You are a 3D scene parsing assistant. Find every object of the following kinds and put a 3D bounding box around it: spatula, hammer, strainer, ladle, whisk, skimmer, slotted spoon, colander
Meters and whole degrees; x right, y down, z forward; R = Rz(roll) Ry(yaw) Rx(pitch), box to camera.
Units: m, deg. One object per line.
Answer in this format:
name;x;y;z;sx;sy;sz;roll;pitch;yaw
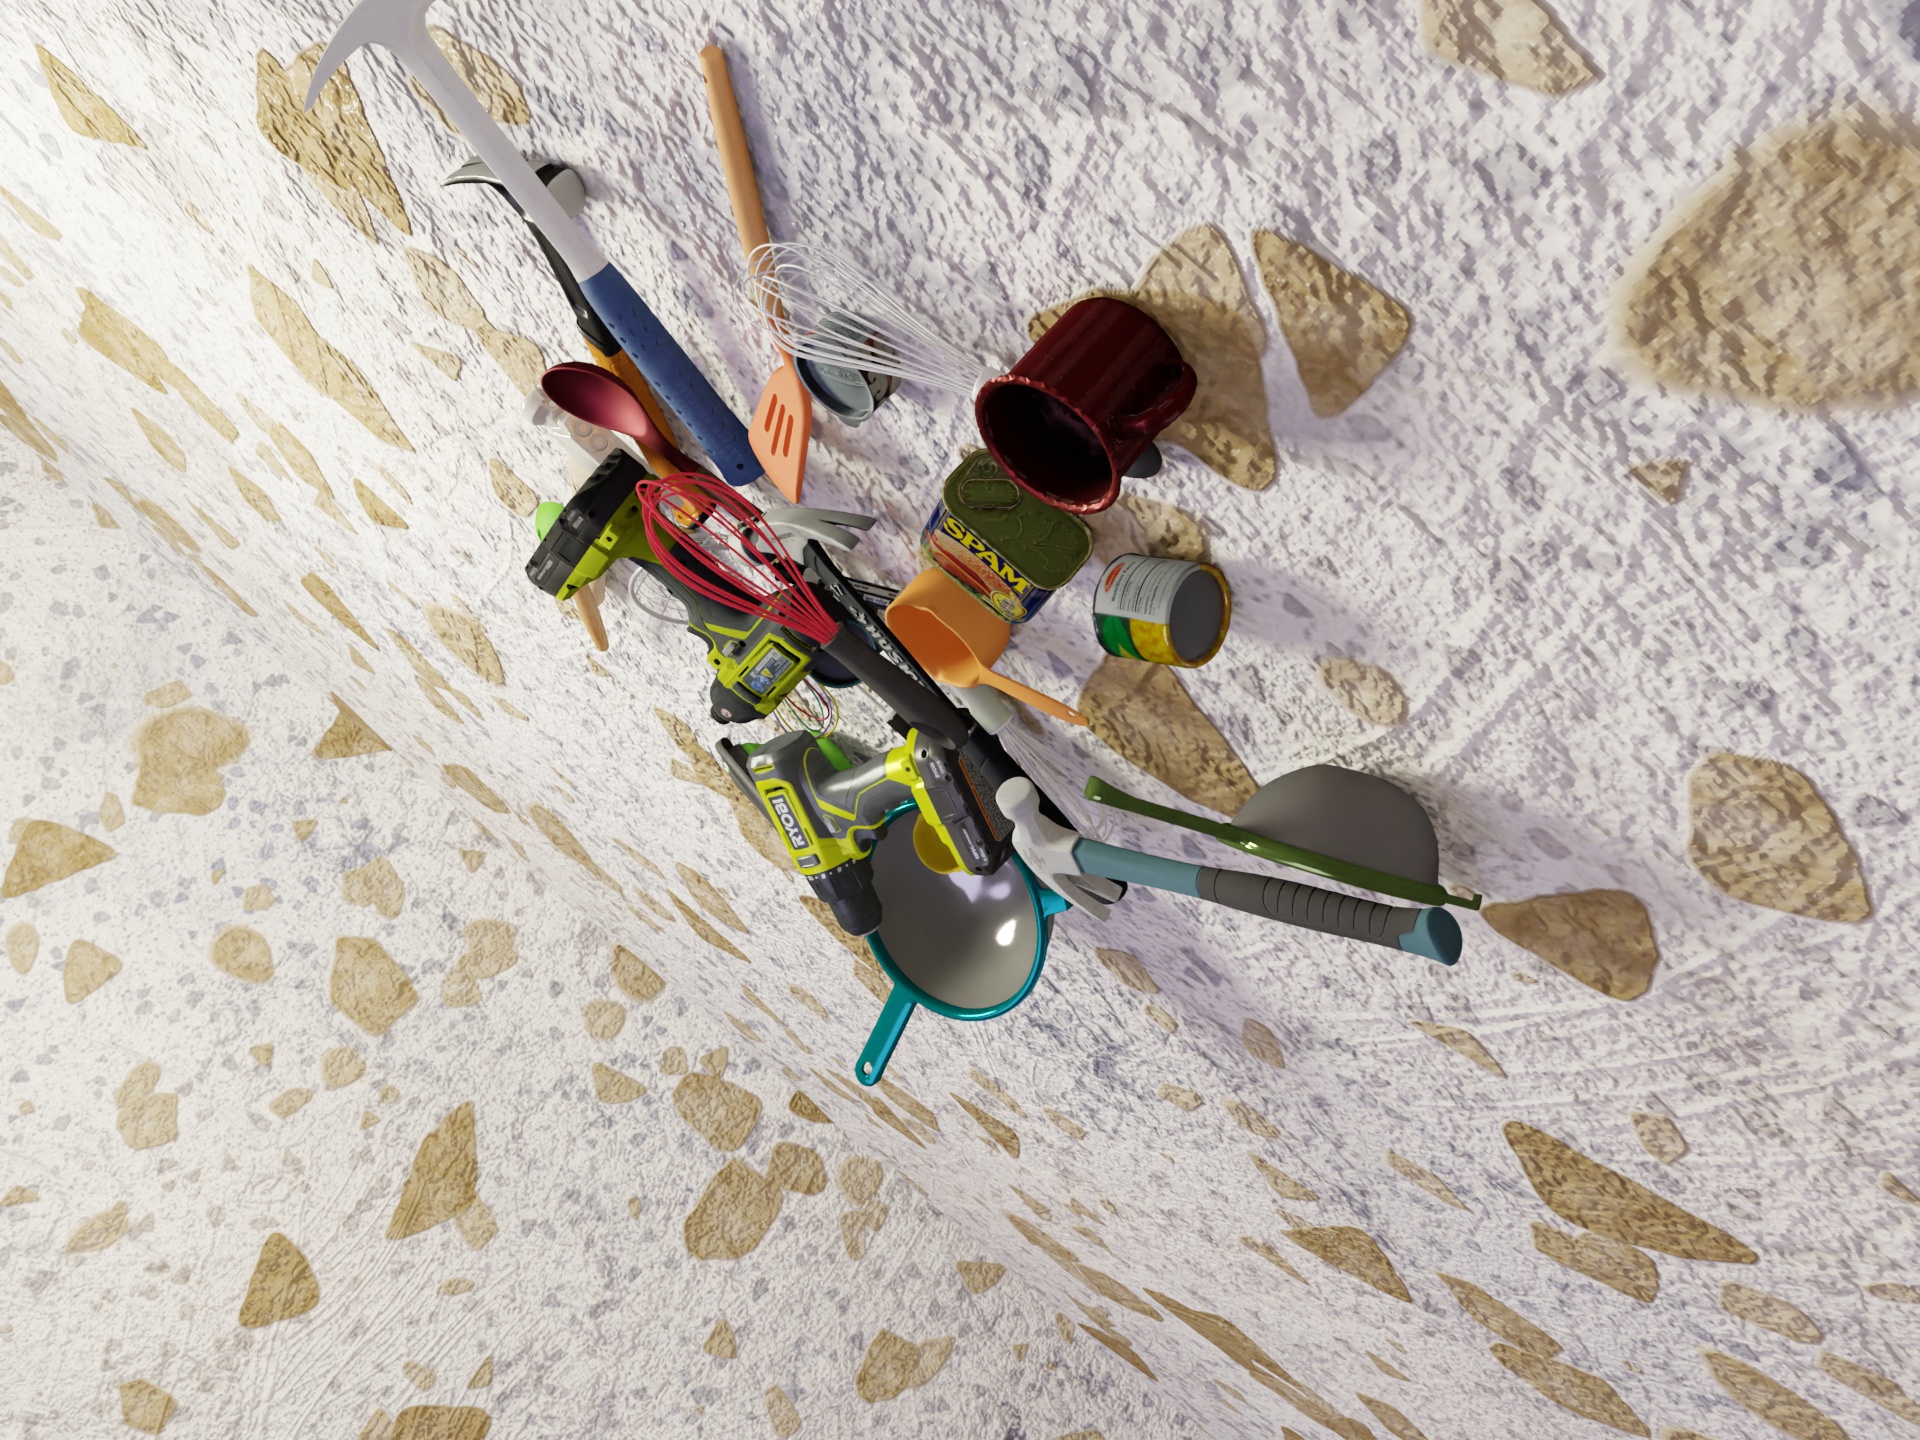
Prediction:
spatula;-0.133;-0.275;1.013;0.081;0.041;0.322;54;164;33
hammer;-0.272;-0.278;1.220;0.127;0.034;0.336;21;150;34
strainer;-0.012;0.213;1.501;0.211;0.095;0.340;38;123;21
strainer;0.196;0.051;0.995;0.256;0.069;0.151;17;-179;-22
ladle;-0.186;-0.177;1.234;0.315;0.031;0.069;38;148;-21
hammer;-0.327;-0.170;1.445;0.146;0.038;0.410;42;162;-1
whisk;-0.104;-0.071;1.098;0.295;0.073;0.073;39;158;-21
whisk;-0.184;-0.079;1.445;0.047;0.051;0.244;-12;123;35
whisk;-0.010;-0.208;0.937;0.285;0.070;0.070;28;154;12
hammer;-0.261;-0.310;1.077;0.405;0.144;0.035;52;-165;-39
skimmer;-0.117;-0.029;1.358;0.363;0.090;0.127;42;137;-9
hammer;0.183;0.116;1.111;0.331;0.033;0.128;11;144;34
whisk;0.037;0.009;1.267;0.246;0.059;0.058;48;-177;-10
slotted spoon;-0.362;-0.124;1.521;0.070;0.031;0.313;39;163;8
colander;-0.166;0.065;1.625;0.204;0.094;0.397;54;171;-17
hammer;-0.002;-0.004;1.183;0.408;0.036;0.149;48;154;-23

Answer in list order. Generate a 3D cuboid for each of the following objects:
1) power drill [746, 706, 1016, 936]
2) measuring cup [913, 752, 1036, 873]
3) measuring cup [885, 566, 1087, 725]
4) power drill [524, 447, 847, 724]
power drill;-0.059;0.088;1.349;0.228;0.080;0.190;-14;107;37
measuring cup;0.019;0.074;1.364;0.156;0.029;0.062;-44;77;31
measuring cup;0.029;-0.053;1.160;0.174;0.052;0.095;28;155;18
power drill;-0.219;-0.093;1.250;0.223;0.080;0.171;38;136;-12
